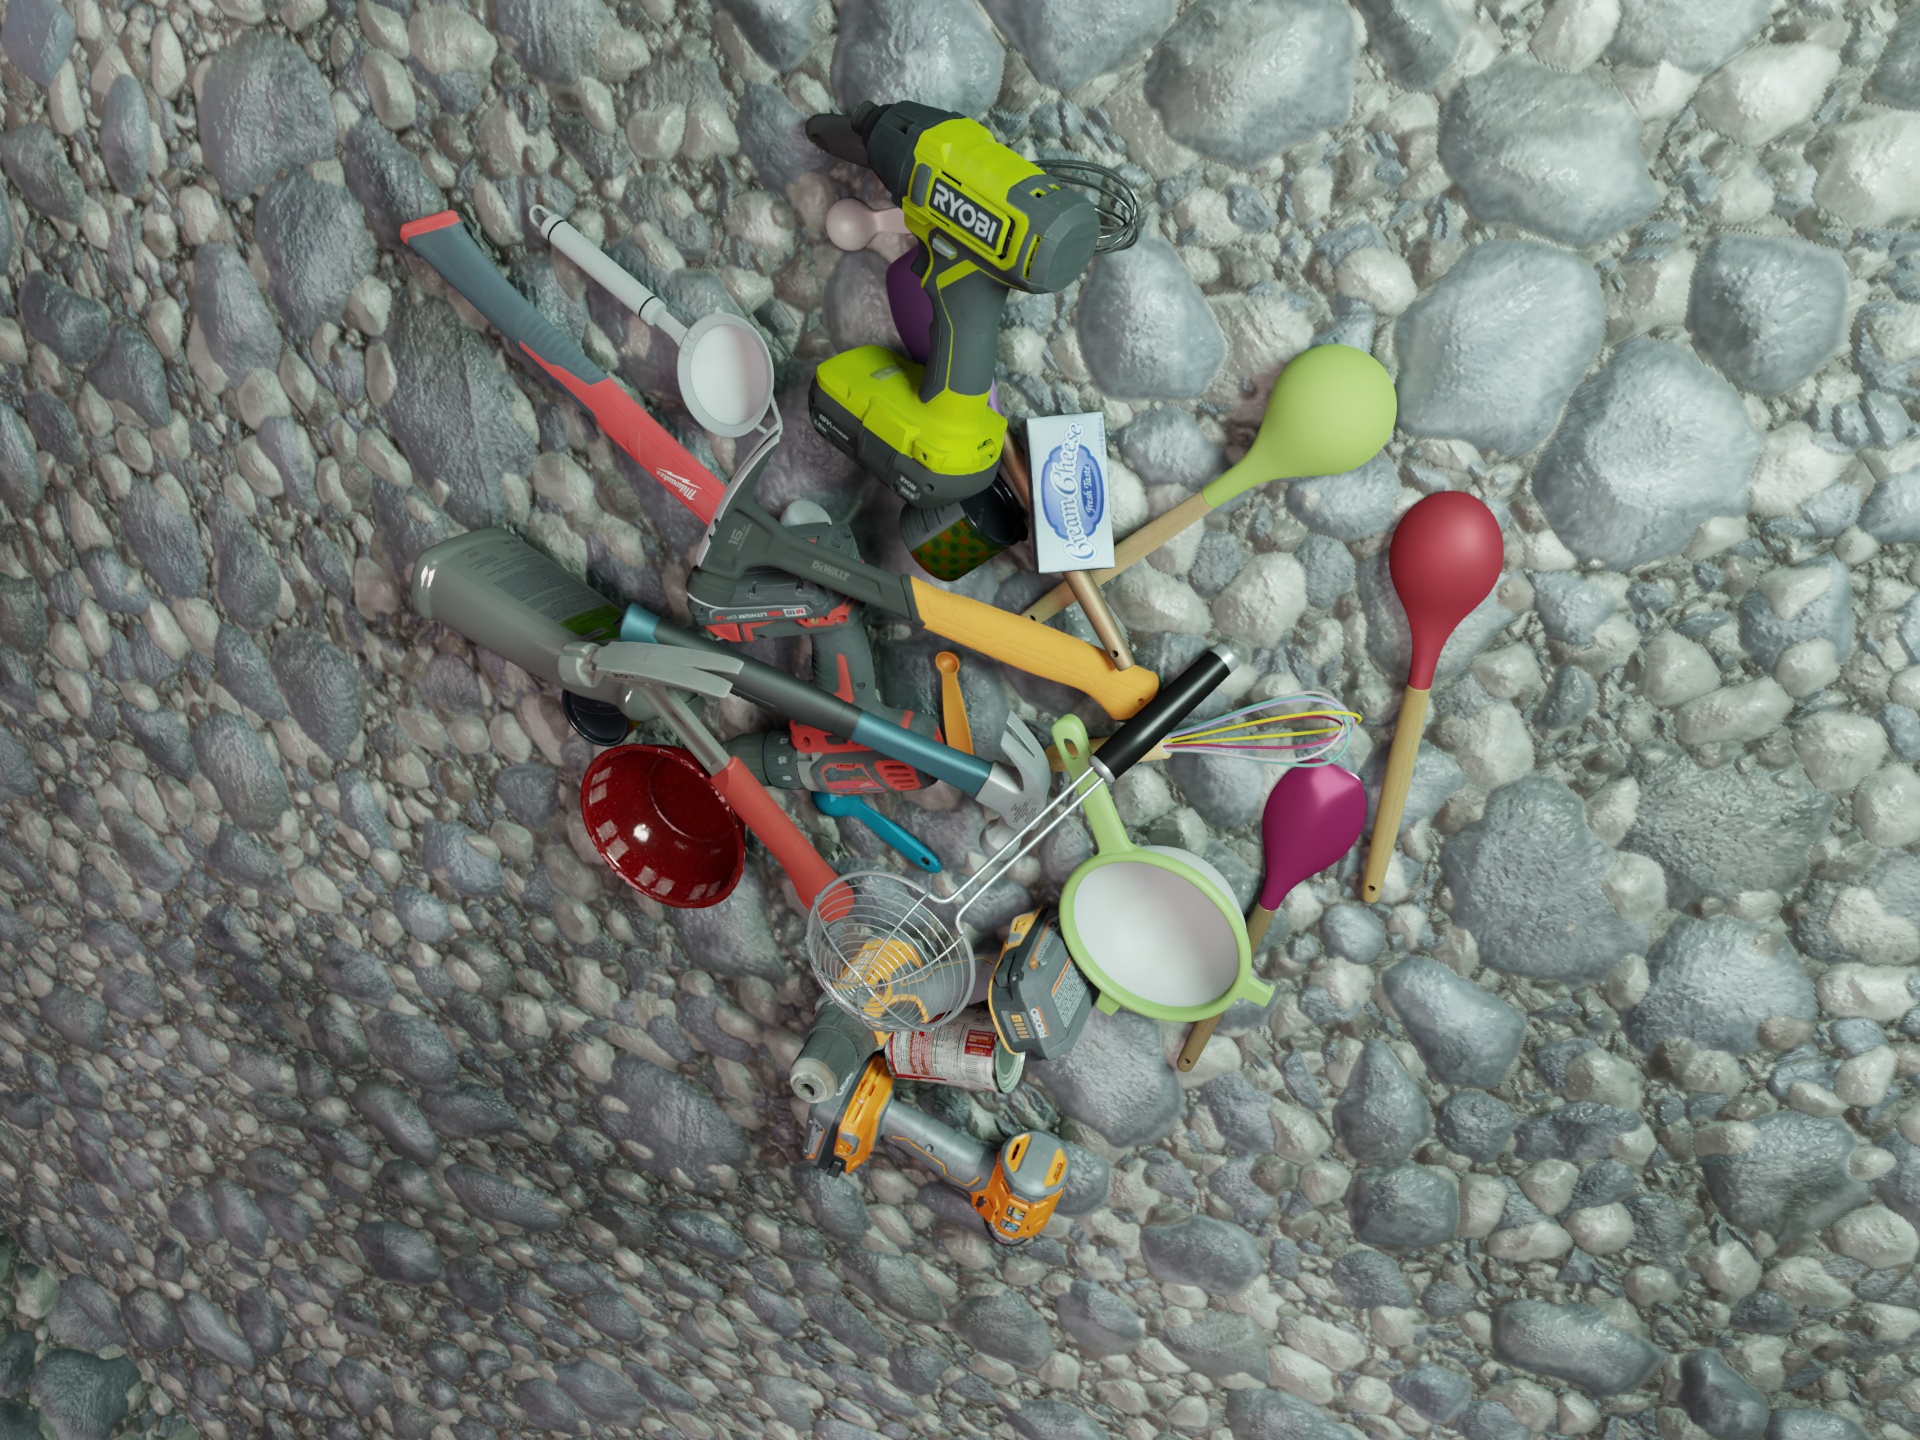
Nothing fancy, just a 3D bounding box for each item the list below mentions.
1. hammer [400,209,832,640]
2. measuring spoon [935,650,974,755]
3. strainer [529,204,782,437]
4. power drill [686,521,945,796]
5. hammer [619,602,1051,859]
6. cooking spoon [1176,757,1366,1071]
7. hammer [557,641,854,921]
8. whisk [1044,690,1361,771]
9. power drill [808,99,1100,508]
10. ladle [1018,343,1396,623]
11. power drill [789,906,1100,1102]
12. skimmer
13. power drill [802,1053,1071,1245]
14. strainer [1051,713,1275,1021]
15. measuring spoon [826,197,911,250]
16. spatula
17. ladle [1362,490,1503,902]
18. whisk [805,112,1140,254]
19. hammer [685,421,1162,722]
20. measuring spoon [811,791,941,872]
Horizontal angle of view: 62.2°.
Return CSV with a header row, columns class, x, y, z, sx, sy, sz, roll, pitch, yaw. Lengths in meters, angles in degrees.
class,x,y,z,sx,sy,sz,roll,pitch,yaw
hammer,-0.275,-0.230,1.203,0.386,0.038,0.143,43,129,-2
measuring spoon,-0.002,-0.004,1.220,0.021,0.011,0.116,6,124,23
strainer,-0.212,-0.289,1.137,0.258,0.050,0.086,40,122,7
power drill,-0.127,-0.031,1.197,0.188,0.080,0.226,-3,131,21
hammer,-0.088,-0.001,1.138,0.331,0.033,0.128,23,138,-7
cooking spoon,0.222,0.157,1.197,0.069,0.017,0.318,27,126,12
hammer,-0.156,0.057,1.207,0.149,0.037,0.358,8,150,29
whisk,0.167,0.016,1.130,0.245,0.047,0.051,-9,102,35
power drill,-0.018,-0.261,0.995,0.171,0.080,0.223,39,137,19
ladle,0.150,-0.140,1.052,0.078,0.062,0.320,49,134,-9
power drill,-0.017,0.228,1.255,0.226,0.185,0.084,-11,111,28
skimmer,0.047,0.074,1.108,0.363,0.090,0.127,-42,93,-6
power drill,-0.023,0.390,1.411,0.226,0.084,0.164,22,140,8
strainer,0.134,0.100,1.177,0.151,0.069,0.256,-12,109,37
measuring spoon,-0.035,-0.326,1.040,0.124,0.018,0.034,3,119,24
spatula,0.037,-0.173,1.077,0.060,0.018,0.316,-26,96,36
ladle,0.300,-0.003,1.062,0.069,0.031,0.315,14,125,18
whisk,0.005,-0.342,0.995,0.239,0.055,0.055,23,126,18
hammer,-0.007,-0.080,1.076,0.336,0.034,0.127,21,115,-18
measuring spoon,-0.071,0.089,1.298,0.128,0.021,0.042,36,127,5
